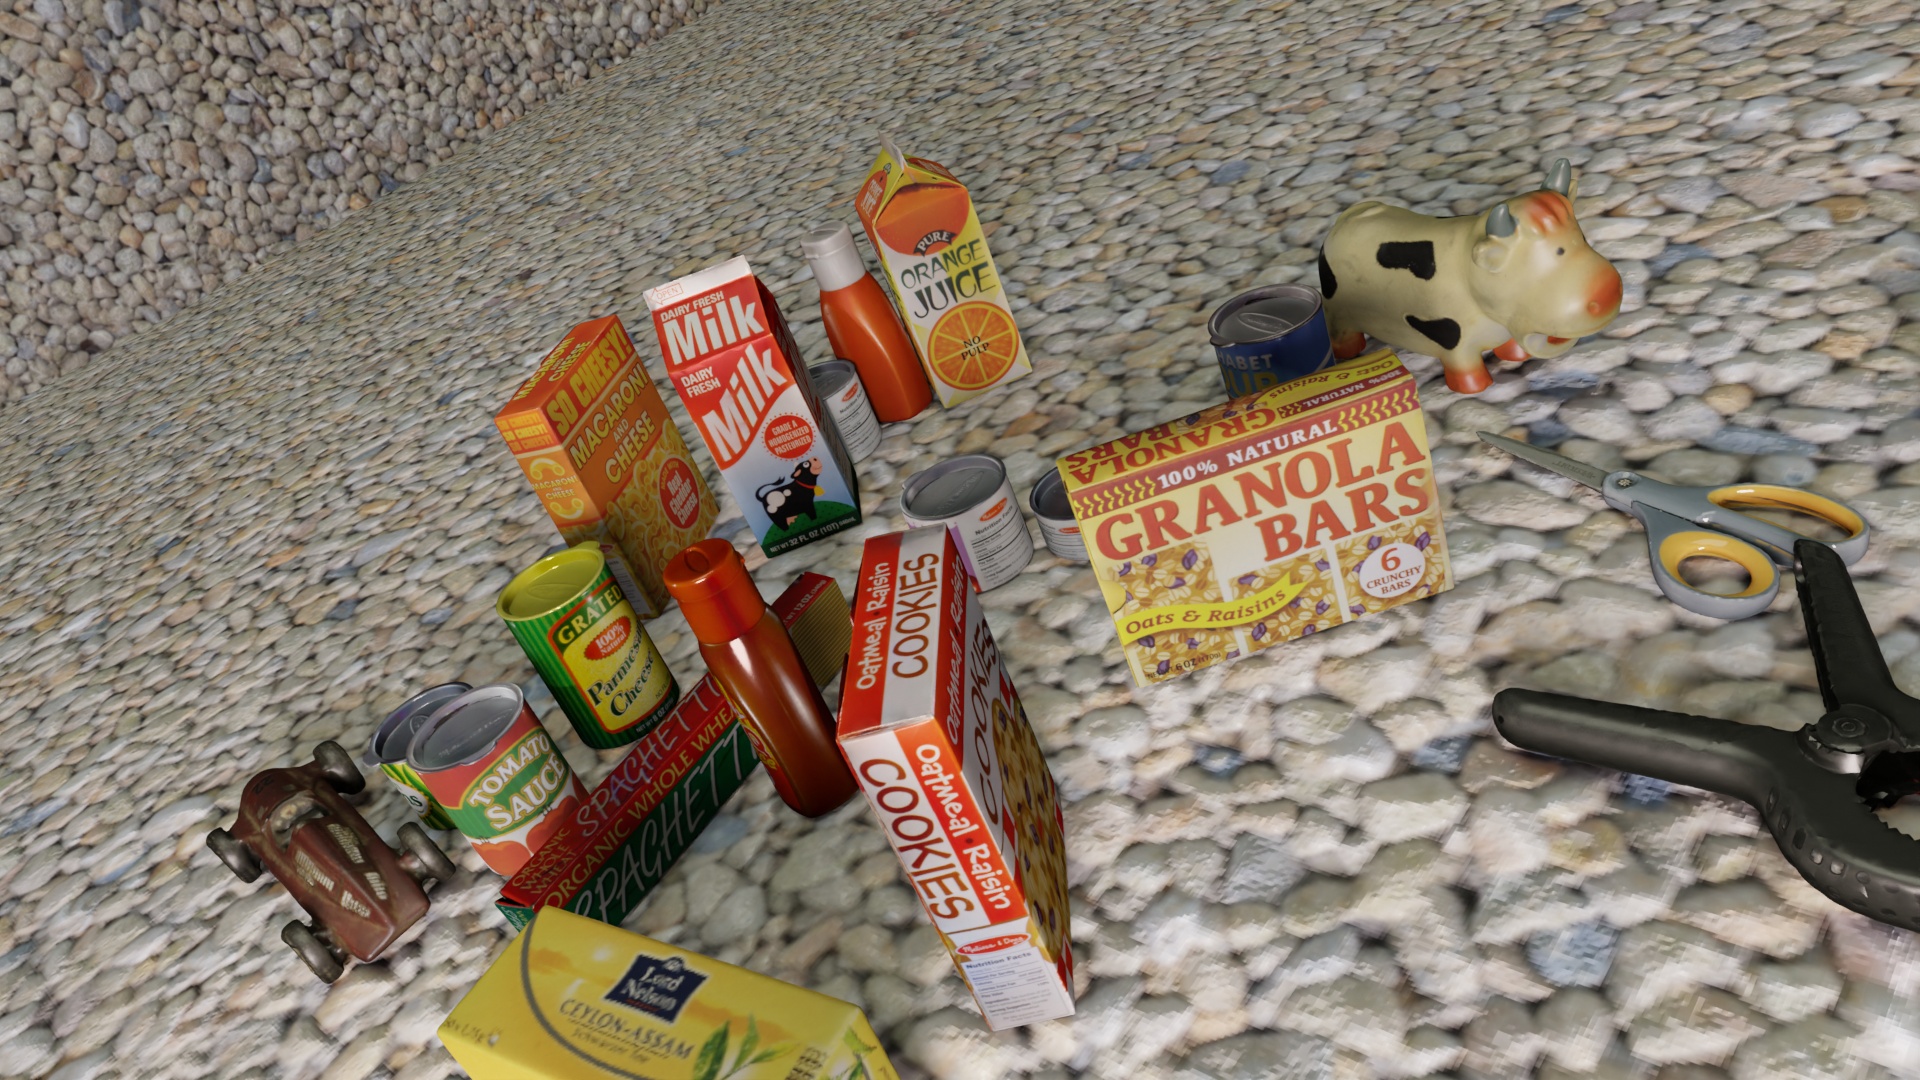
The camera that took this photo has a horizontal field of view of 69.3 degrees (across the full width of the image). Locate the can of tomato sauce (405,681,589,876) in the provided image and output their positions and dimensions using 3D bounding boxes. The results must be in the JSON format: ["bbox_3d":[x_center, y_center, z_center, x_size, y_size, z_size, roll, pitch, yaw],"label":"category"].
[{"bbox_3d":[-0.245,0.129,0.748,0.071,0.082,0.071,-16,32,11],"label":"can of tomato sauce"}]

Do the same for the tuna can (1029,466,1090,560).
[{"bbox_3d":[0.078,-0.022,0.822,0.071,0.032,0.071,-16,32,10],"label":"tuna can"}]

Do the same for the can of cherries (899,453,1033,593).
[{"bbox_3d":[0.003,-0.010,0.828,0.071,0.058,0.072,-16,32,10],"label":"can of cherries"}]

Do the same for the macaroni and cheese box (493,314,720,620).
[{"bbox_3d":[-0.231,-0.047,0.928,0.040,0.165,0.124,-10,33,21],"label":"macaroni and cheese box"}]

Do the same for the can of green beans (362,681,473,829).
[{"bbox_3d":[-0.299,0.126,0.812,0.071,0.057,0.071,-16,32,10],"label":"can of green beans"}]

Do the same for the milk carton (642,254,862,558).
[{"bbox_3d":[-0.134,-0.091,0.910,0.072,0.189,0.074,-20,31,4],"label":"milk carton"}]

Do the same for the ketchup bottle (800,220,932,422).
[{"bbox_3d":[-0.072,-0.158,1.013,0.065,0.148,0.044,10,44,42],"label":"ketchup bottle"}]

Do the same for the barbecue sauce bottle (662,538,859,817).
[{"bbox_3d":[-0.098,0.067,0.688,0.044,0.148,0.065,-31,32,-12],"label":"barbecue sauce bottle"}]

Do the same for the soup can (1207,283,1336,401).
[{"bbox_3d":[0.186,-0.098,0.821,0.071,0.083,0.072,-16,32,11],"label":"soup can"}]

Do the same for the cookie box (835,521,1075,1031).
[{"bbox_3d":[0.001,0.094,0.565,0.040,0.166,0.123,-16,32,11],"label":"cookie box"}]

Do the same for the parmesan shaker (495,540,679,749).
[{"bbox_3d":[-0.213,0.062,0.811,0.071,0.102,0.072,-16,32,11],"label":"parmesan shaker"}]

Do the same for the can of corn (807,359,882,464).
[{"bbox_3d":[-0.099,-0.090,1.014,0.071,0.058,0.071,-16,32,10],"label":"can of corn"}]

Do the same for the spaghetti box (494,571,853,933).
[{"bbox_3d":[-0.138,0.114,0.736,0.028,0.050,0.251,5,41,38],"label":"spaghetti box"}]

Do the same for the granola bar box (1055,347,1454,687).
[{"bbox_3d":[0.144,-0.008,0.671,0.165,0.123,0.039,-19,31,6],"label":"granola bar box"}]

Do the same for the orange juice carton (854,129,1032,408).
[{"bbox_3d":[-0.018,-0.200,1.001,0.073,0.191,0.072,-24,31,-2],"label":"orange juice carton"}]
